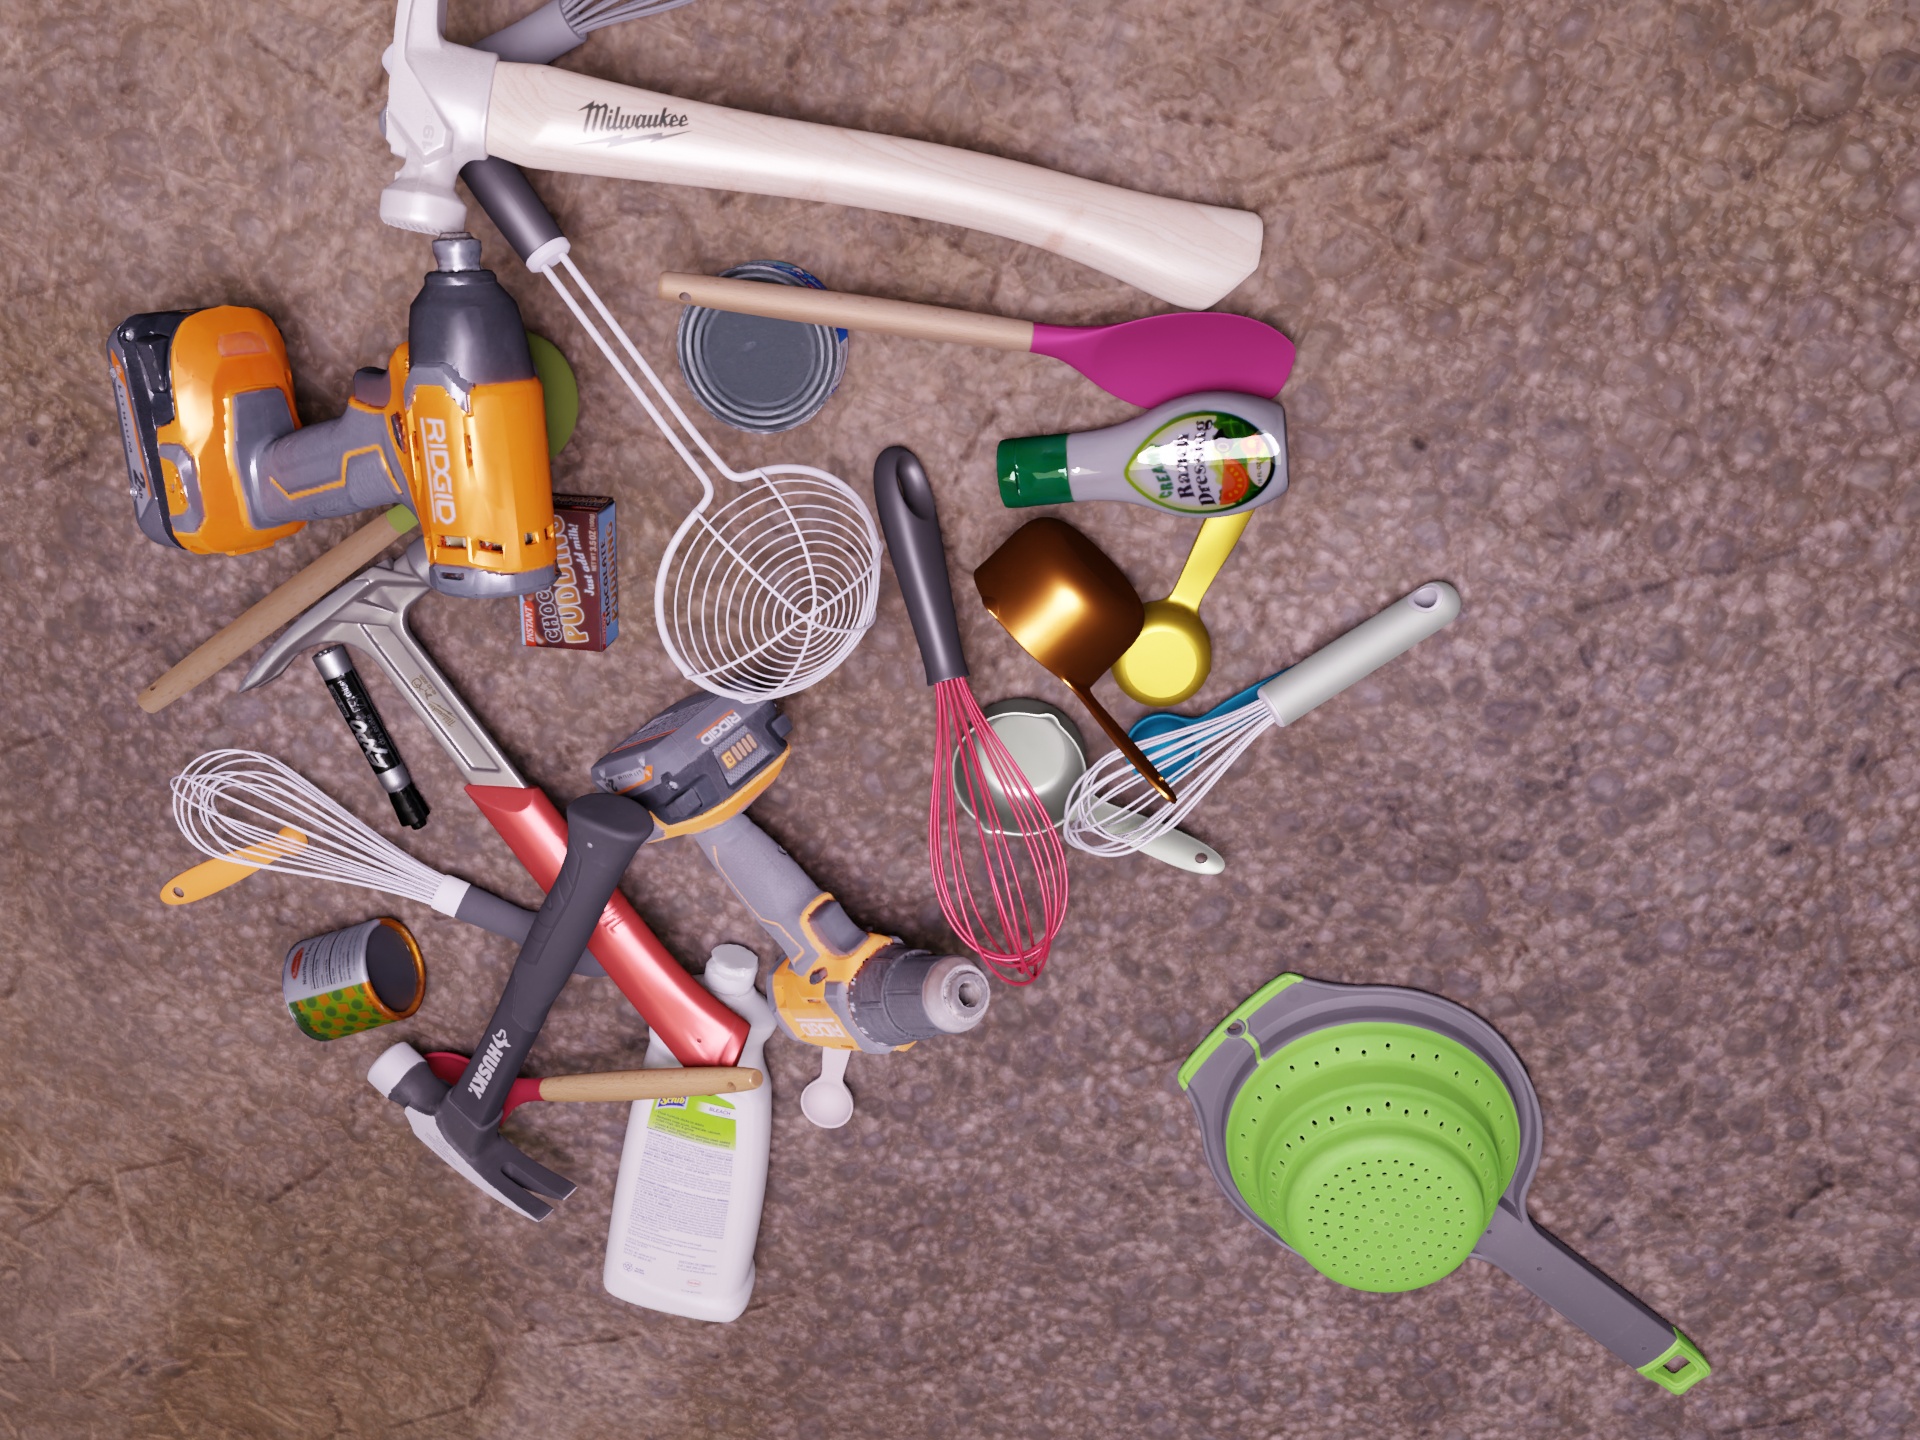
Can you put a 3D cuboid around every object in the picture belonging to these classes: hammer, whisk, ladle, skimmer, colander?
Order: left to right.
[{"bbox_3d":[-0.335,-0.100,0.861,0.320,0.078,0.062,-33,136,11],"label":"ladle"},{"bbox_3d":[-0.341,0.094,0.971,0.284,0.070,0.070,25,113,-10],"label":"whisk"},{"bbox_3d":[-0.250,0.074,0.920,0.149,0.037,0.359,-35,96,7],"label":"hammer"},{"bbox_3d":[-0.240,0.160,0.901,0.146,0.035,0.334,40,127,9],"label":"hammer"},{"bbox_3d":[-0.192,-0.344,0.773,0.239,0.055,0.055,-21,108,20],"label":"whisk"},{"bbox_3d":[-0.235,0.223,0.967,0.315,0.031,0.069,-12,112,37],"label":"ladle"},{"bbox_3d":[-0.171,-0.174,0.803,0.127,0.090,0.363,-37,92,-14],"label":"skimmer"},{"bbox_3d":[-0.054,-0.270,0.750,0.410,0.038,0.146,8,100,-10],"label":"hammer"},{"bbox_3d":[-0.001,-0.003,0.849,0.073,0.073,0.296,-14,89,12],"label":"whisk"},{"bbox_3d":[0.160,-0.002,0.853,0.246,0.058,0.059,-33,140,4],"label":"whisk"},{"bbox_3d":[0.311,0.317,0.958,0.397,0.094,0.204,37,112,-9],"label":"colander"}]

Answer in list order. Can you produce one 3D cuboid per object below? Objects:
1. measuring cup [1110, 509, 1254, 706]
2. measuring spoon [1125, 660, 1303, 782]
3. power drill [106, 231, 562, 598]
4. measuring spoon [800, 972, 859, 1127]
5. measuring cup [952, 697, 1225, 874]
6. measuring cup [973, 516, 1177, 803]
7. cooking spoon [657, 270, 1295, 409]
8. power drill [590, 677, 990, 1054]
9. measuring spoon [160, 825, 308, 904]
[{"bbox_3d":[0.129,-0.076,0.852,0.062,0.029,0.156,24,113,-3],"label":"measuring cup"},{"bbox_3d":[0.150,-0.006,0.890,0.128,0.021,0.042,-27,111,7],"label":"measuring spoon"},{"bbox_3d":[-0.298,-0.150,0.766,0.226,0.084,0.164,8,110,23],"label":"power drill"},{"bbox_3d":[-0.075,0.199,1.003,0.034,0.018,0.124,13,107,7],"label":"measuring spoon"},{"bbox_3d":[0.075,0.043,0.906,0.167,0.038,0.083,25,113,-6],"label":"measuring cup"},{"bbox_3d":[0.076,-0.036,0.813,0.052,0.095,0.174,-46,57,18],"label":"measuring cup"},{"bbox_3d":[0.010,-0.195,0.793,0.319,0.017,0.068,6,145,-6],"label":"cooking spoon"},{"bbox_3d":[-0.088,0.090,0.876,0.226,0.084,0.185,56,148,-13],"label":"power drill"},{"bbox_3d":[-0.462,0.095,1.005,0.117,0.011,0.021,-22,108,15],"label":"measuring spoon"}]
